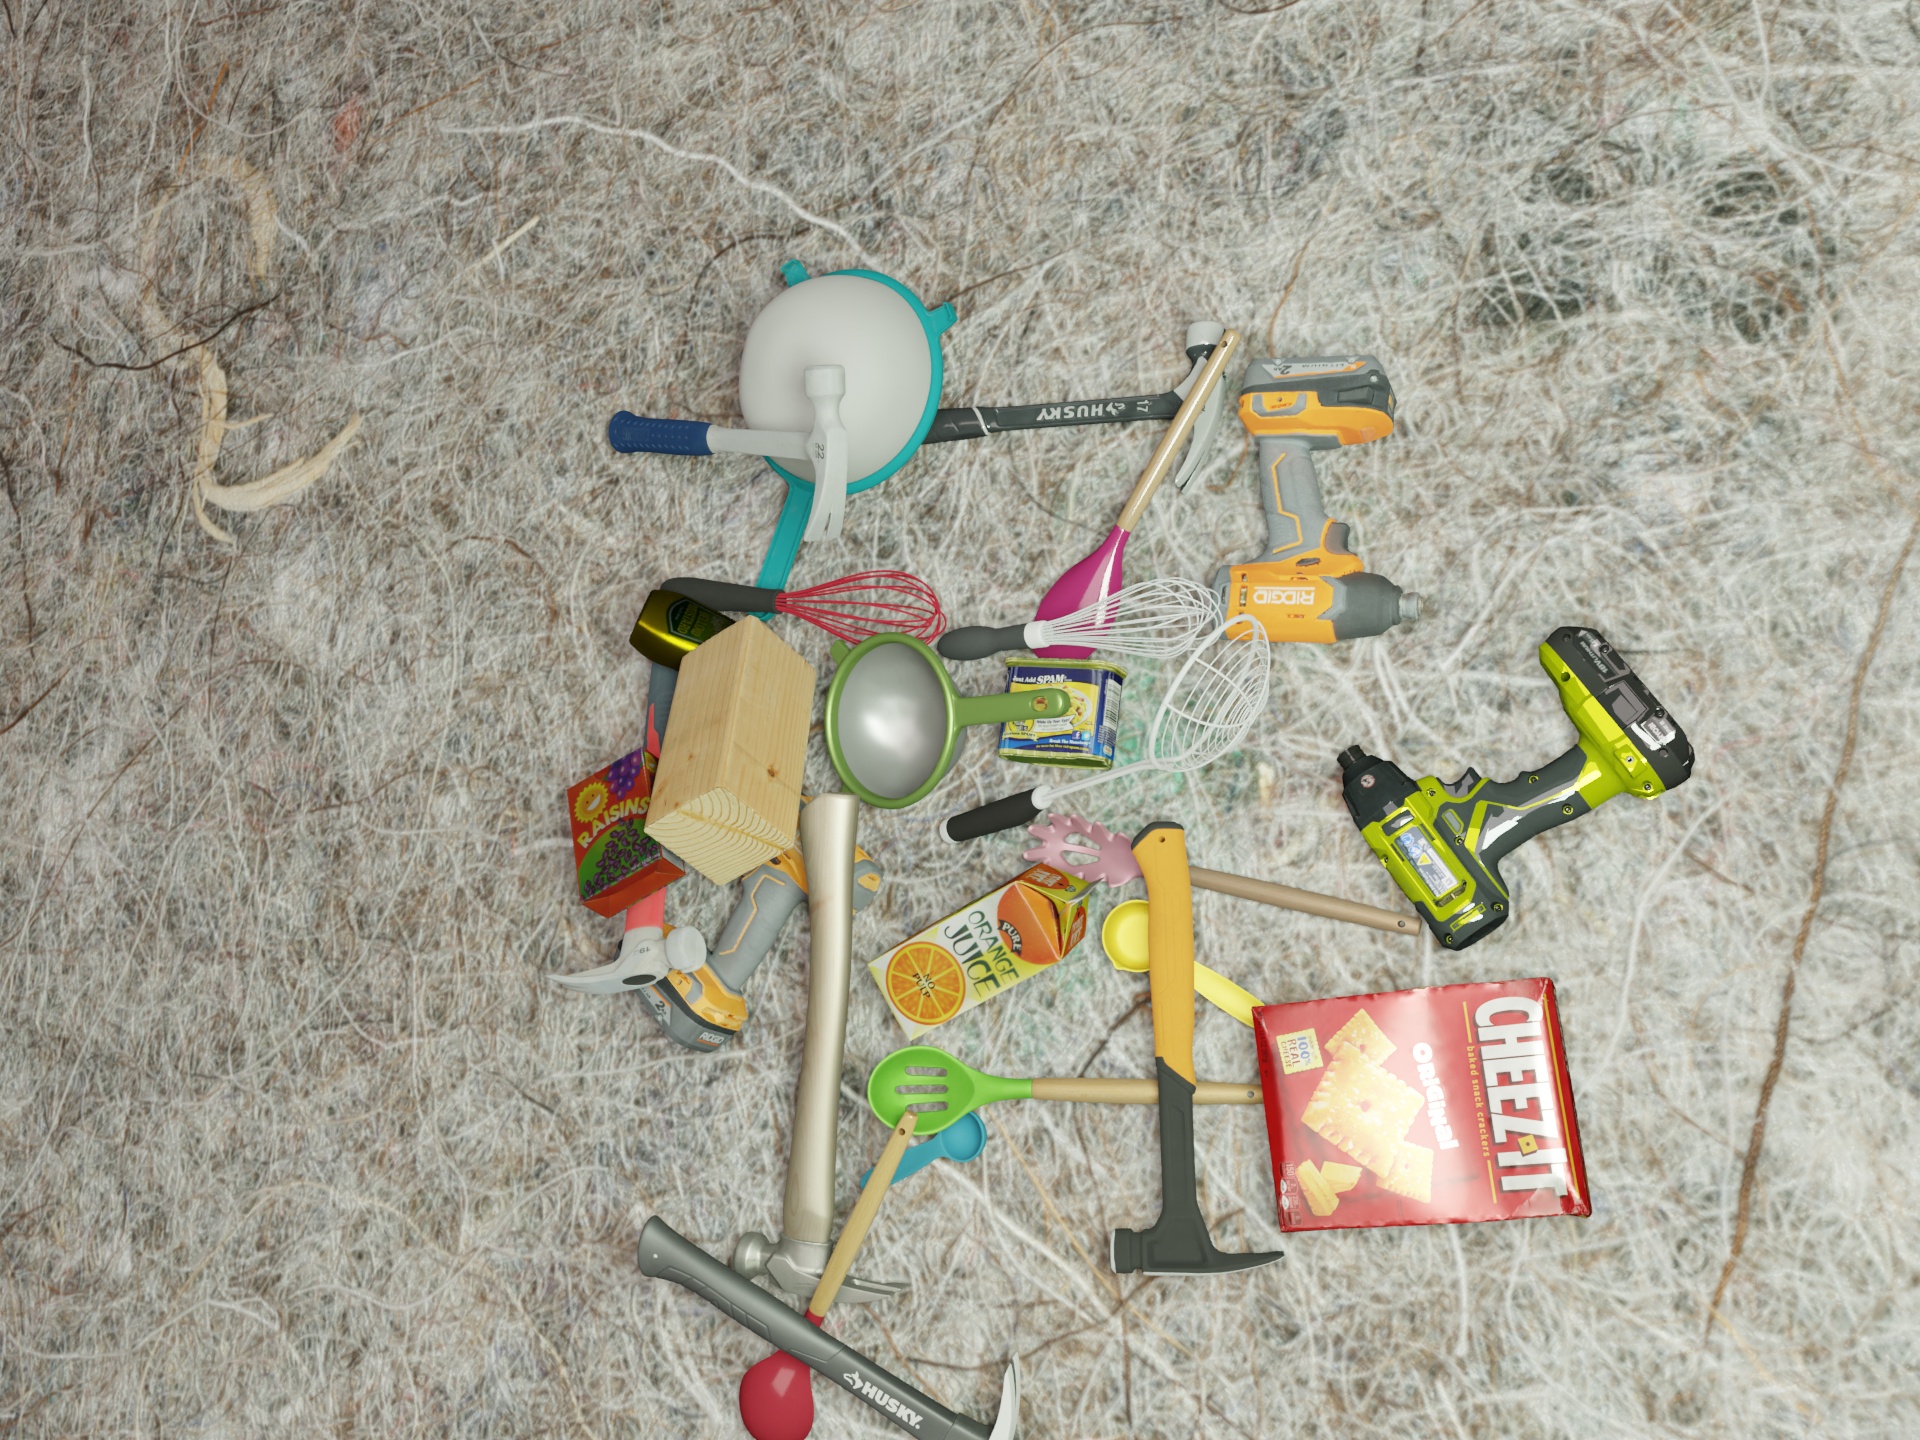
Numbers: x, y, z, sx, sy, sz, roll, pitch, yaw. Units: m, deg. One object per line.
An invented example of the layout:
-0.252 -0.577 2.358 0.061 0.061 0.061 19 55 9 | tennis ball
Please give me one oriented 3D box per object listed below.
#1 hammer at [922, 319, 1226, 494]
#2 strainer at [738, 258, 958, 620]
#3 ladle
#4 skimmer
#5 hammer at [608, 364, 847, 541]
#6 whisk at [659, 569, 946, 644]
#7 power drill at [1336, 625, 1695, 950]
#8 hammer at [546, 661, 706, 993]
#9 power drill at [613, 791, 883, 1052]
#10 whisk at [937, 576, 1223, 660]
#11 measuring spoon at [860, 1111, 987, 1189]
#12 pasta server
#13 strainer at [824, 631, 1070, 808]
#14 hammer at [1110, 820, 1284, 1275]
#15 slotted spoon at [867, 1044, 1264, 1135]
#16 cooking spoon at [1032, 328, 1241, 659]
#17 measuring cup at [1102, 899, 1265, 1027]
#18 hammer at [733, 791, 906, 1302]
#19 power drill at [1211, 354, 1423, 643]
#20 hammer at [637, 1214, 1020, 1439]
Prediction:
0.037 -0.267 1.439 0.409 0.036 0.149 -1 76 24 | hammer
-0.150 -0.256 1.450 0.211 0.095 0.340 23 97 25 | strainer
-0.102 0.448 1.265 0.069 0.031 0.315 27 99 16 | ladle
0.094 0.019 1.236 0.363 0.127 0.090 -23 94 46 | skimmer
-0.220 -0.250 1.451 0.406 0.035 0.144 16 112 52 | hammer
-0.147 -0.107 1.439 0.296 0.073 0.073 7 79 24 | whisk
0.402 0.039 1.174 0.223 0.080 0.171 -38 65 13 | power drill
-0.286 0.057 1.433 0.143 0.038 0.387 -16 55 22 | hammer
-0.200 0.154 1.401 0.226 0.084 0.185 -47 61 1 | power drill
0.092 -0.074 1.326 0.285 0.070 0.070 -6 73 39 | whisk
-0.029 0.358 1.307 0.128 0.021 0.042 -32 65 22 | measuring spoon
0.202 0.128 1.255 0.316 0.040 0.060 11 93 24 | pasta server
-0.002 -0.004 1.339 0.256 0.069 0.151 -6 85 38 | strainer
0.170 0.243 1.206 0.127 0.034 0.337 -4 76 11 | hammer
0.082 0.291 1.244 0.314 0.031 0.070 -2 79 12 | slotted spoon
0.150 -0.185 1.344 0.069 0.017 0.319 35 103 26 | cooking spoon
0.183 0.198 1.257 0.156 0.029 0.062 33 89 15 | measuring cup
-0.103 0.265 1.302 0.146 0.038 0.410 4 90 23 | hammer
0.294 -0.173 1.277 0.164 0.084 0.226 4 82 24 | power drill
-0.109 0.484 1.236 0.335 0.035 0.146 29 98 12 | hammer
